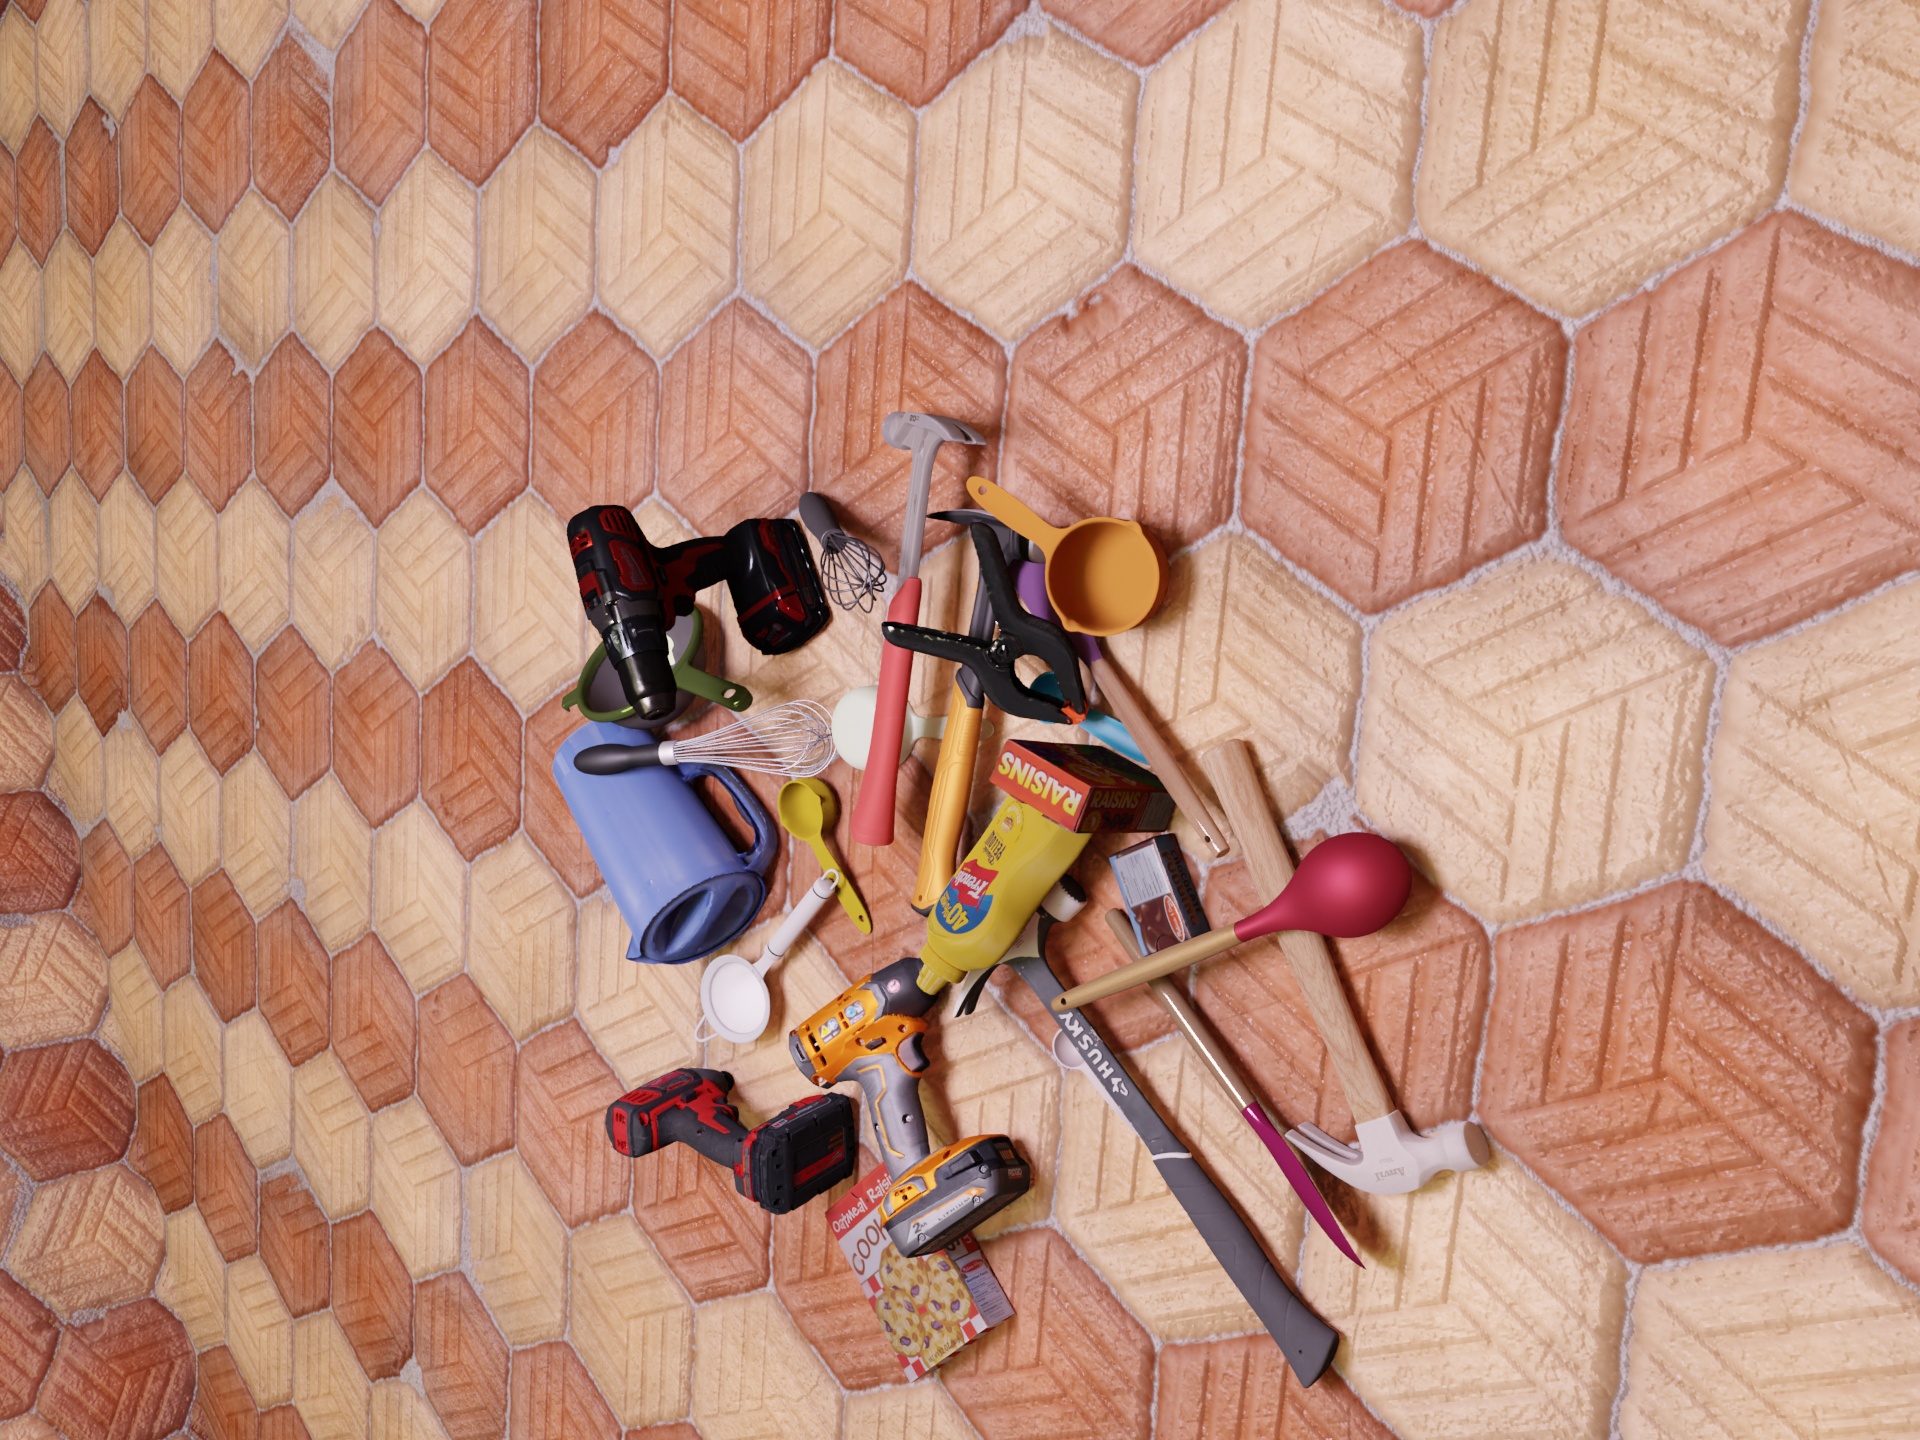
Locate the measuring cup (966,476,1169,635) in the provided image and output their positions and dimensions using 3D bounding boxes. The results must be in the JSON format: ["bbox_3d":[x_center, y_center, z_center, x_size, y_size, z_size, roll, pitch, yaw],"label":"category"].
[{"bbox_3d":[0.080,-0.133,1.200,0.174,0.052,0.095,38,109,16],"label":"measuring cup"}]

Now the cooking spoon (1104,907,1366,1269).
[{"bbox_3d":[0.197,0.263,1.167,0.017,0.068,0.319,-35,60,1],"label":"cooking spoon"}]

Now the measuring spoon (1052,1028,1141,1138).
[{"bbox_3d":[0.122,0.291,1.262,0.124,0.018,0.034,46,108,22],"label":"measuring spoon"}]

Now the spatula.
[{"bbox_3d":[0.118,-0.025,1.211,0.059,0.018,0.316,-52,55,34],"label":"spatula"}]

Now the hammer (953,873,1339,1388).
[{"bbox_3d":[0.145,0.319,1.214,0.149,0.036,0.409,-45,66,20],"label":"hammer"}]

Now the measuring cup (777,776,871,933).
[{"bbox_3d":[-0.115,0.122,1.457,0.062,0.029,0.156,-33,84,41],"label":"measuring cup"}]

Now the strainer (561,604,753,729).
[{"bbox_3d":[-0.263,-0.031,1.520,0.256,0.069,0.151,19,65,46],"label":"strainer"}]

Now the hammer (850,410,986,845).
[{"bbox_3d":[-0.045,-0.068,1.296,0.149,0.036,0.359,-146,61,-62],"label":"hammer"}]

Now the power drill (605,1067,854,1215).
[{"bbox_3d":[-0.212,0.381,1.497,0.220,0.143,0.078,7,103,35],"label":"power drill"}]

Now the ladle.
[{"bbox_3d":[0.180,0.158,1.138,0.315,0.031,0.069,-31,72,38],"label":"ladle"}]

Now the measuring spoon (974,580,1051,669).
[{"bbox_3d":[0.049,-0.079,1.293,0.117,0.011,0.021,46,117,34],"label":"measuring spoon"}]

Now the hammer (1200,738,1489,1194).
[{"bbox_3d":[0.245,0.170,1.122,0.130,0.031,0.331,-33,72,39],"label":"hammer"}]

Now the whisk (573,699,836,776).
[{"bbox_3d":[-0.240,0.028,1.474,0.284,0.070,0.070,-6,90,23],"label":"whisk"}]

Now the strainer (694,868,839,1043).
[{"bbox_3d":[-0.176,0.222,1.499,0.087,0.050,0.258,50,125,18],"label":"strainer"}]

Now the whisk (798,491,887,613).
[{"bbox_3d":[-0.106,-0.149,1.347,0.239,0.055,0.055,-123,46,-60],"label":"whisk"}]

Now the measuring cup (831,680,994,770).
[{"bbox_3d":[-0.045,0.008,1.365,0.168,0.038,0.083,1,95,41],"label":"measuring cup"}]

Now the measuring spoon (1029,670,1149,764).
[{"bbox_3d":[0.109,0.003,1.244,0.129,0.021,0.042,31,100,26],"label":"measuring spoon"}]

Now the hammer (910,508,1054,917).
[{"bbox_3d":[-0.002,-0.004,1.303,0.127,0.034,0.337,19,102,45],"label":"hammer"}]

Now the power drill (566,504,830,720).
[{"bbox_3d":[-0.226,-0.096,1.391,0.080,0.226,0.188,-30,74,40],"label":"power drill"}]

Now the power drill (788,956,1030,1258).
[{"bbox_3d":[-0.035,0.317,1.351,0.164,0.084,0.227,-39,64,14],"label":"power drill"}]
